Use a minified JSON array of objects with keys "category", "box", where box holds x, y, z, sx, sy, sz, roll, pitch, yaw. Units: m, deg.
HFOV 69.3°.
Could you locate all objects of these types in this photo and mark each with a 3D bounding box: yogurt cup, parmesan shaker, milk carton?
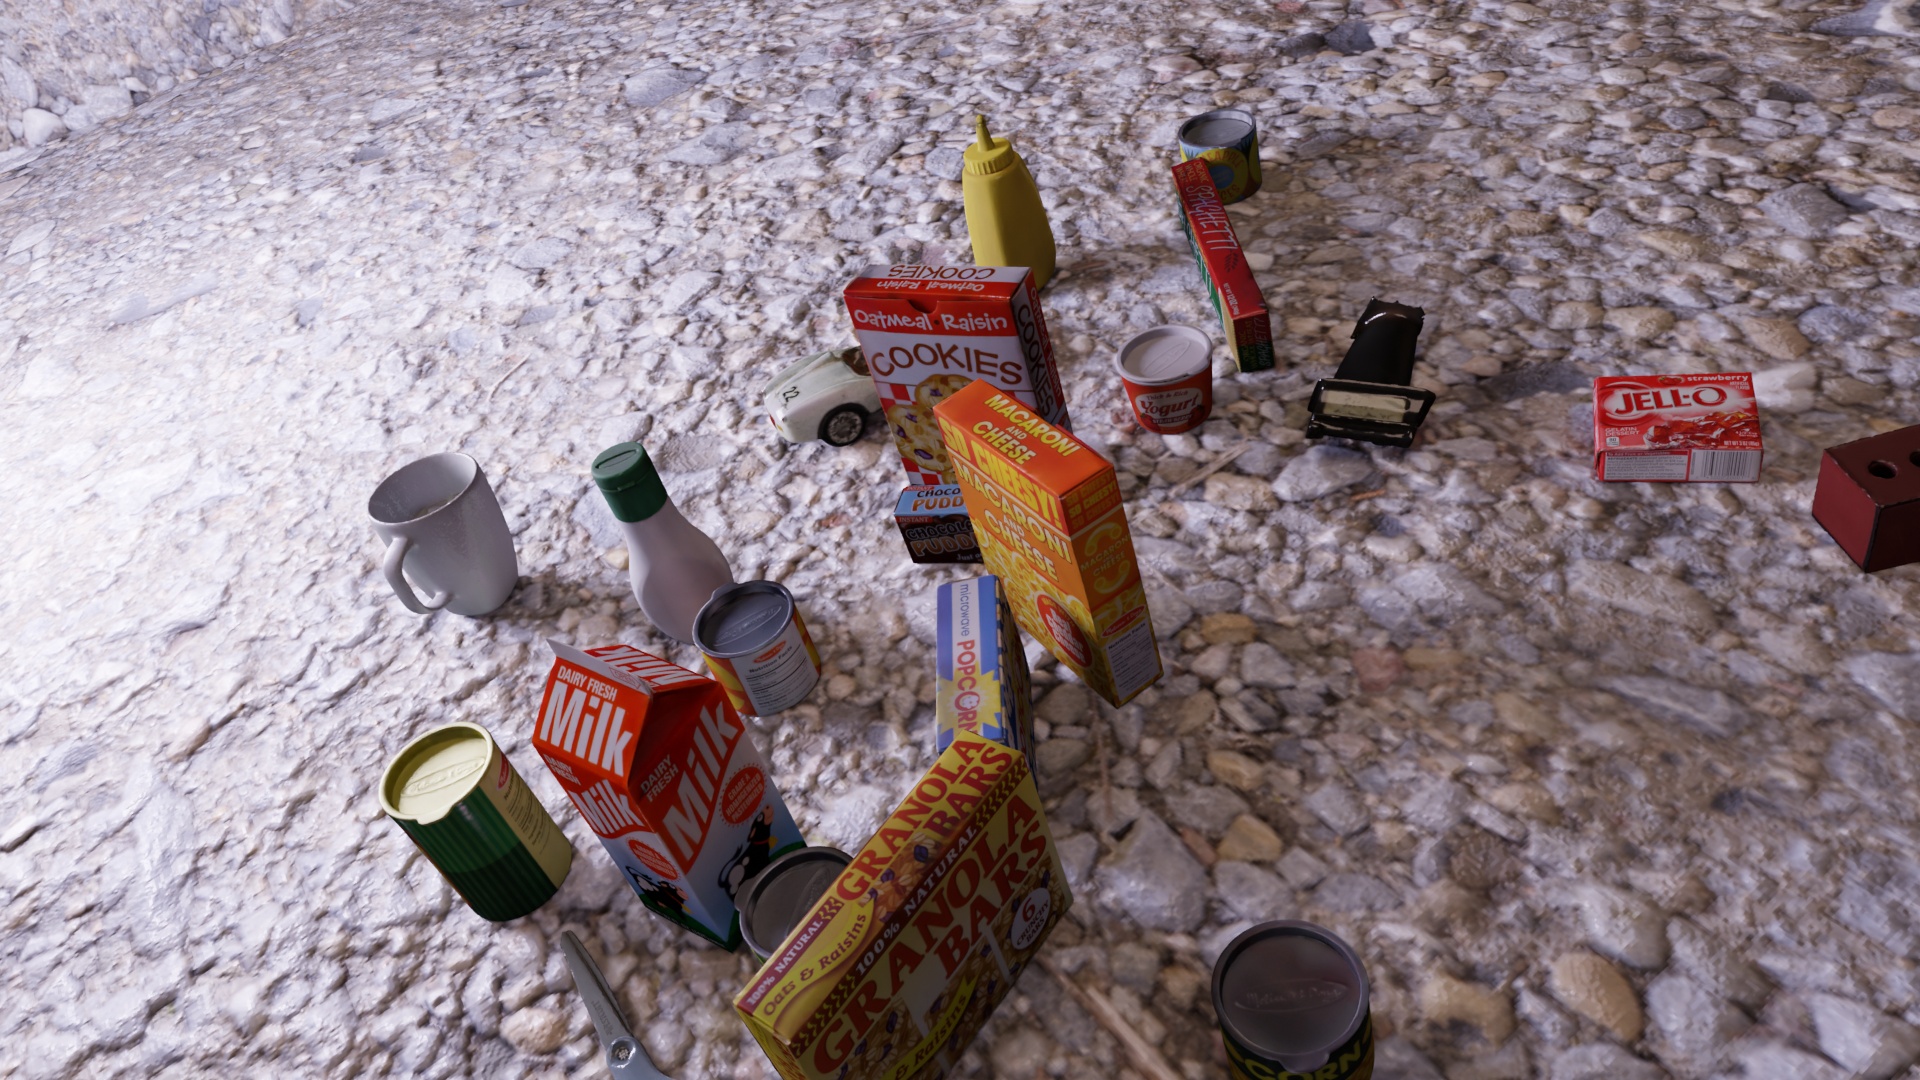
[{"category":"yogurt cup","box":[0.147,-0.112,0.979,0.072,0.053,0.073,-10,41,9]},{"category":"parmesan shaker","box":[-0.272,0.163,0.786,0.071,0.102,0.072,-11,41,9]},{"category":"milk carton","box":[-0.152,0.123,0.719,0.072,0.189,0.074,15,50,33]}]

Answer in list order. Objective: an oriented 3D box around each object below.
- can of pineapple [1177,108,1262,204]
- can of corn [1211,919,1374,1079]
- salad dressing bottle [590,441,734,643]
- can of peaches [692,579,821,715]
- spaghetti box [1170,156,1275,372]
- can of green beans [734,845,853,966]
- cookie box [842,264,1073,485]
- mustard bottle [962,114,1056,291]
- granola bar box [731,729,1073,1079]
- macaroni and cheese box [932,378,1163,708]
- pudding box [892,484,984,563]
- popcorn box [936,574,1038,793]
[{"category":"can of pineapple","box":[0.223,-0.328,1.192,0.071,0.057,0.071,-10,41,9]},{"category":"can of corn","box":[0.147,0.213,0.608,0.071,0.058,0.071,-10,41,9]},{"category":"salad dressing bottle","box":[-0.193,0.003,0.903,0.064,0.147,0.044,-23,40,-5]},{"category":"can of peaches","box":[-0.128,0.067,0.876,0.071,0.057,0.071,-10,41,9]},{"category":"spaghetti box","box":[0.202,-0.221,1.085,0.029,0.050,0.251,-13,40,6]},{"category":"can of green beans","box":[-0.071,0.199,0.705,0.071,0.057,0.071,-10,41,9]},{"category":"cookie box","box":[0.004,-0.106,0.938,0.123,0.166,0.040,6,46,27]},{"category":"mustard bottle","box":[0.034,-0.272,1.120,0.049,0.159,0.065,25,56,40]},{"category":"granola bar box","box":[-0.019,0.189,0.646,0.039,0.123,0.166,19,52,36]},{"category":"macaroni and cheese box","box":[0.052,0.001,0.799,0.040,0.165,0.124,-33,42,-17]},{"category":"pudding box","box":[0.003,-0.012,0.922,0.083,0.049,0.030,-1,43,20]},{"category":"popcorn box","box":[0.015,0.092,0.772,0.038,0.084,0.127,-11,41,9]}]
